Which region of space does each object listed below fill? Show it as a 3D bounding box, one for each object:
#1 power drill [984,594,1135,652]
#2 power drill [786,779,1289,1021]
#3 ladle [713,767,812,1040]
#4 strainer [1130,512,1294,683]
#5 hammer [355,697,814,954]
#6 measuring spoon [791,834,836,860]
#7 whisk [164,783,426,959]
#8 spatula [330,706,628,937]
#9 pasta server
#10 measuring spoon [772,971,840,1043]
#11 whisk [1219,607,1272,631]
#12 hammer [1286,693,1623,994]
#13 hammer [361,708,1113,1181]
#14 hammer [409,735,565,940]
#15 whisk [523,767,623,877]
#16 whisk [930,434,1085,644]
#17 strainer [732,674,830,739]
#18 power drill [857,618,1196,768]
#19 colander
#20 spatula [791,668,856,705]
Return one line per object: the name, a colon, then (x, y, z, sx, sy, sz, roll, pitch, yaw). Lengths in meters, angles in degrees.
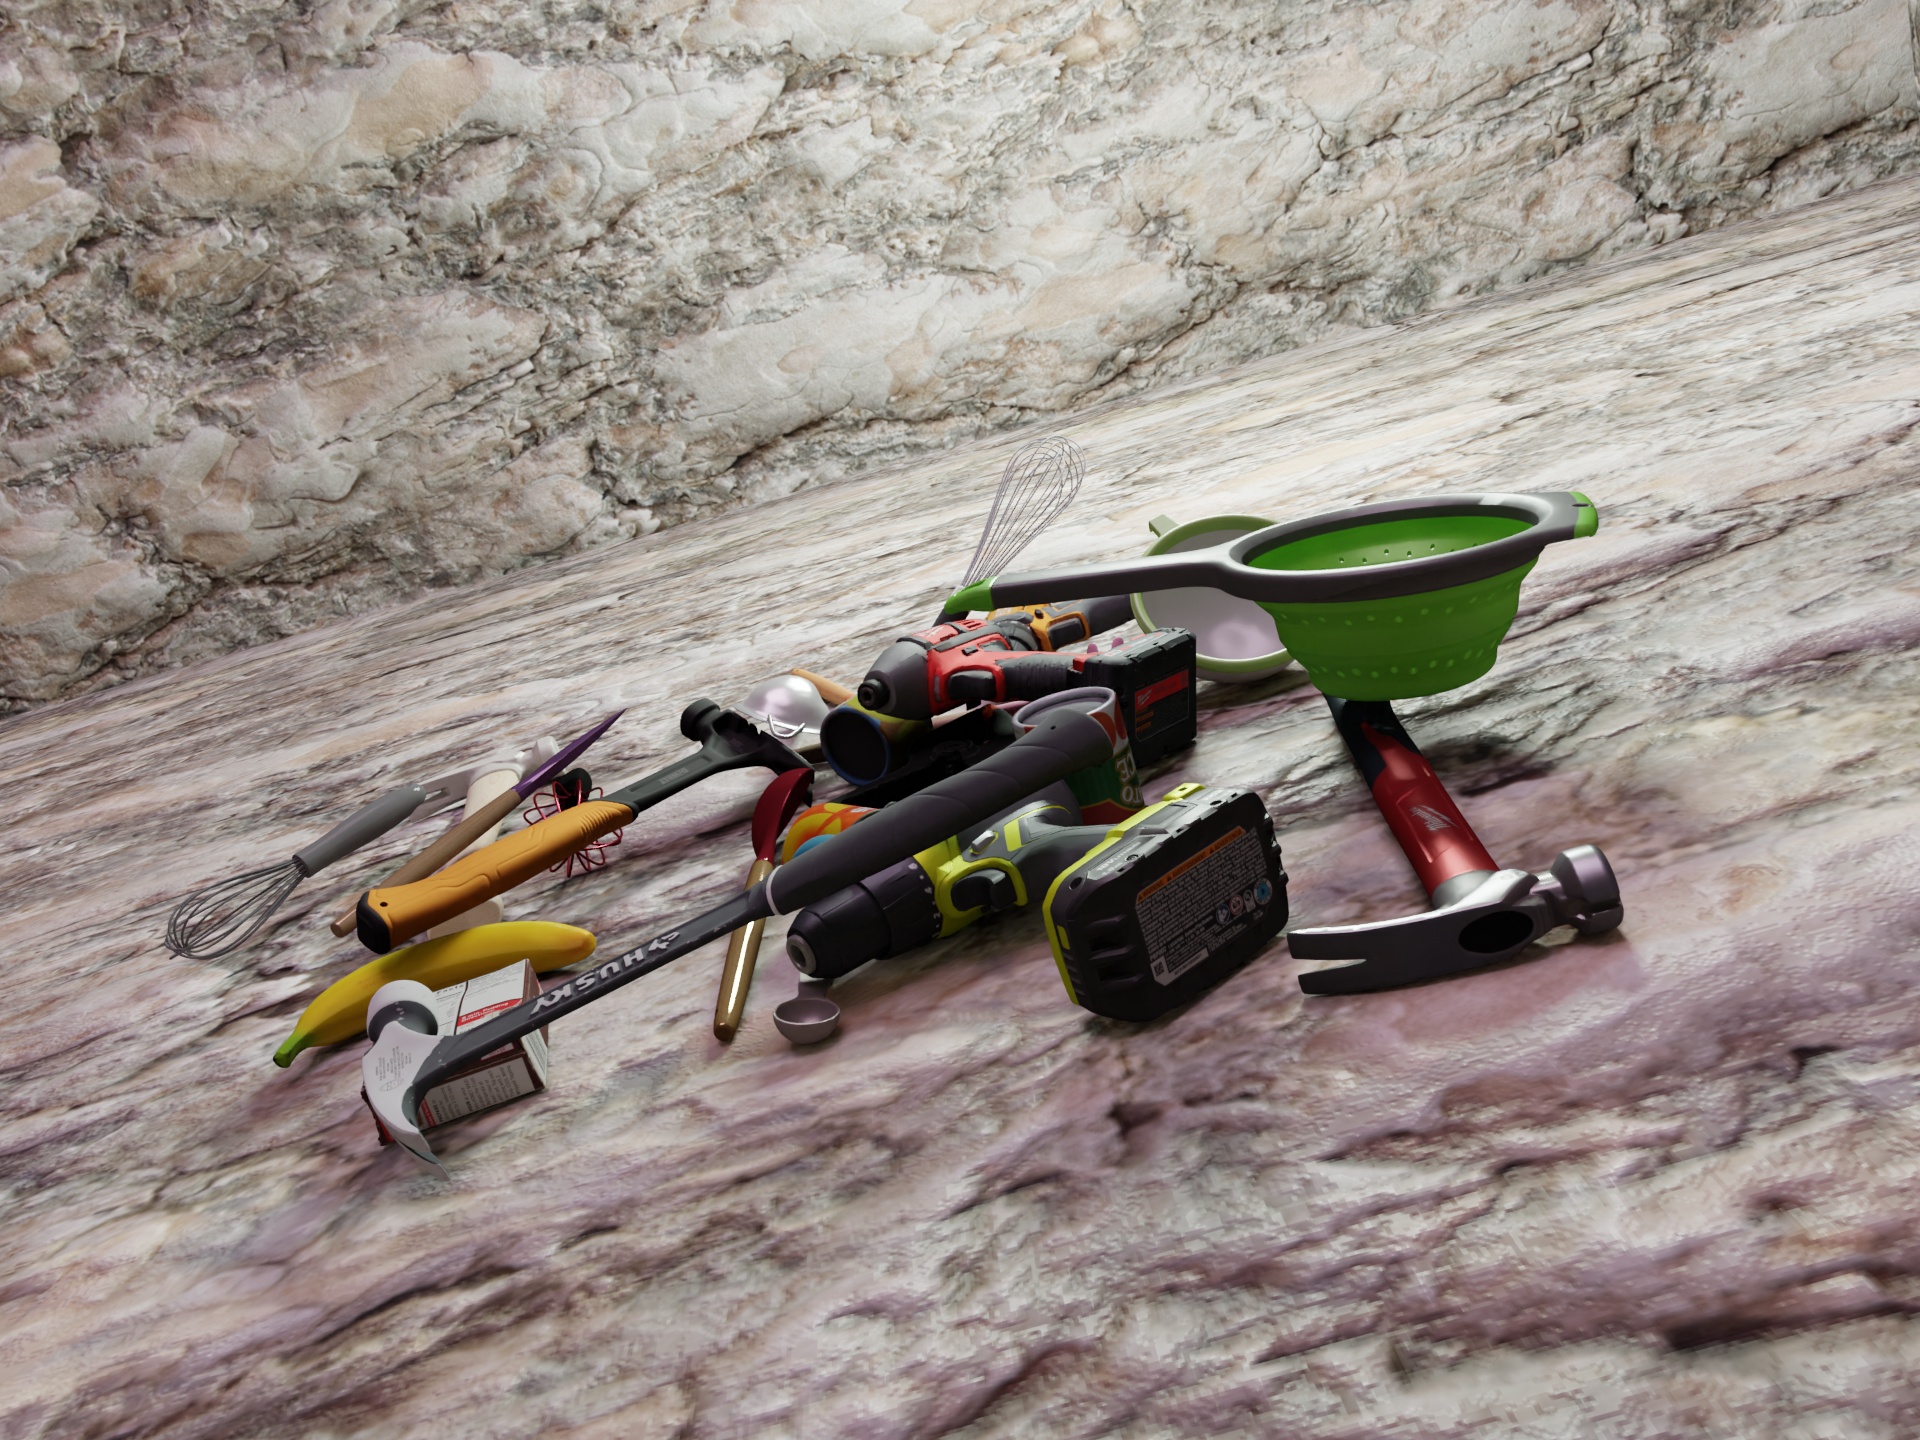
power drill: (0.117, -0.083, 1.308, 0.226, 0.084, 0.185, -17, 15, 14)
power drill: (0.034, 0.089, 0.824, 0.190, 0.080, 0.228, -27, 17, -34)
ladle: (-0.125, 0.106, 0.981, 0.031, 0.069, 0.316, 23, 20, -9)
strainer: (0.254, -0.075, 1.172, 0.256, 0.069, 0.152, 4, 53, 9)
hammer: (-0.253, 0.076, 1.085, 0.127, 0.034, 0.337, 30, 38, 28)
measuring spoon: (-0.040, 0.053, 0.866, 0.128, 0.021, 0.042, -30, 12, 6)
whisk: (-0.527, 0.117, 1.274, 0.055, 0.055, 0.239, 0, 29, 43)
spatula: (-0.359, 0.072, 1.212, 0.059, 0.018, 0.316, -35, 7, 39)
pasta server: (-0.002, -0.004, 1.230, 0.316, 0.060, 0.040, -12, 57, 22)
measuring spoon: (-0.077, 0.147, 0.854, 0.034, 0.018, 0.124, 0, 10, 1)
whisk: (0.198, -0.065, 1.236, 0.245, 0.051, 0.047, -19, 22, 0)
hammer: (0.228, 0.037, 0.875, 0.143, 0.038, 0.386, -15, 16, 8)
hammer: (-0.108, 0.096, 0.803, 0.409, 0.036, 0.149, -26, 27, -7)
hammer: (-0.397, 0.099, 1.271, 0.146, 0.038, 0.411, -20, 17, -7)
whisk: (-0.306, 0.068, 1.255, 0.073, 0.073, 0.296, -19, 11, -10)
whisk: (0.021, -0.131, 1.384, 0.284, 0.070, 0.070, -57, 27, -9)
strainer: (-0.137, -0.009, 1.295, 0.087, 0.050, 0.258, 15, -2, -4)
power drill: (0.041, -0.024, 1.096, 0.220, 0.078, 0.143, 9, 20, 36)
colander: (0.185, -0.063, 0.984, 0.397, 0.094, 0.204, -5, 17, 20)
spatula: (-0.106, -0.028, 1.400, 0.081, 0.041, 0.323, -33, 19, -13)
